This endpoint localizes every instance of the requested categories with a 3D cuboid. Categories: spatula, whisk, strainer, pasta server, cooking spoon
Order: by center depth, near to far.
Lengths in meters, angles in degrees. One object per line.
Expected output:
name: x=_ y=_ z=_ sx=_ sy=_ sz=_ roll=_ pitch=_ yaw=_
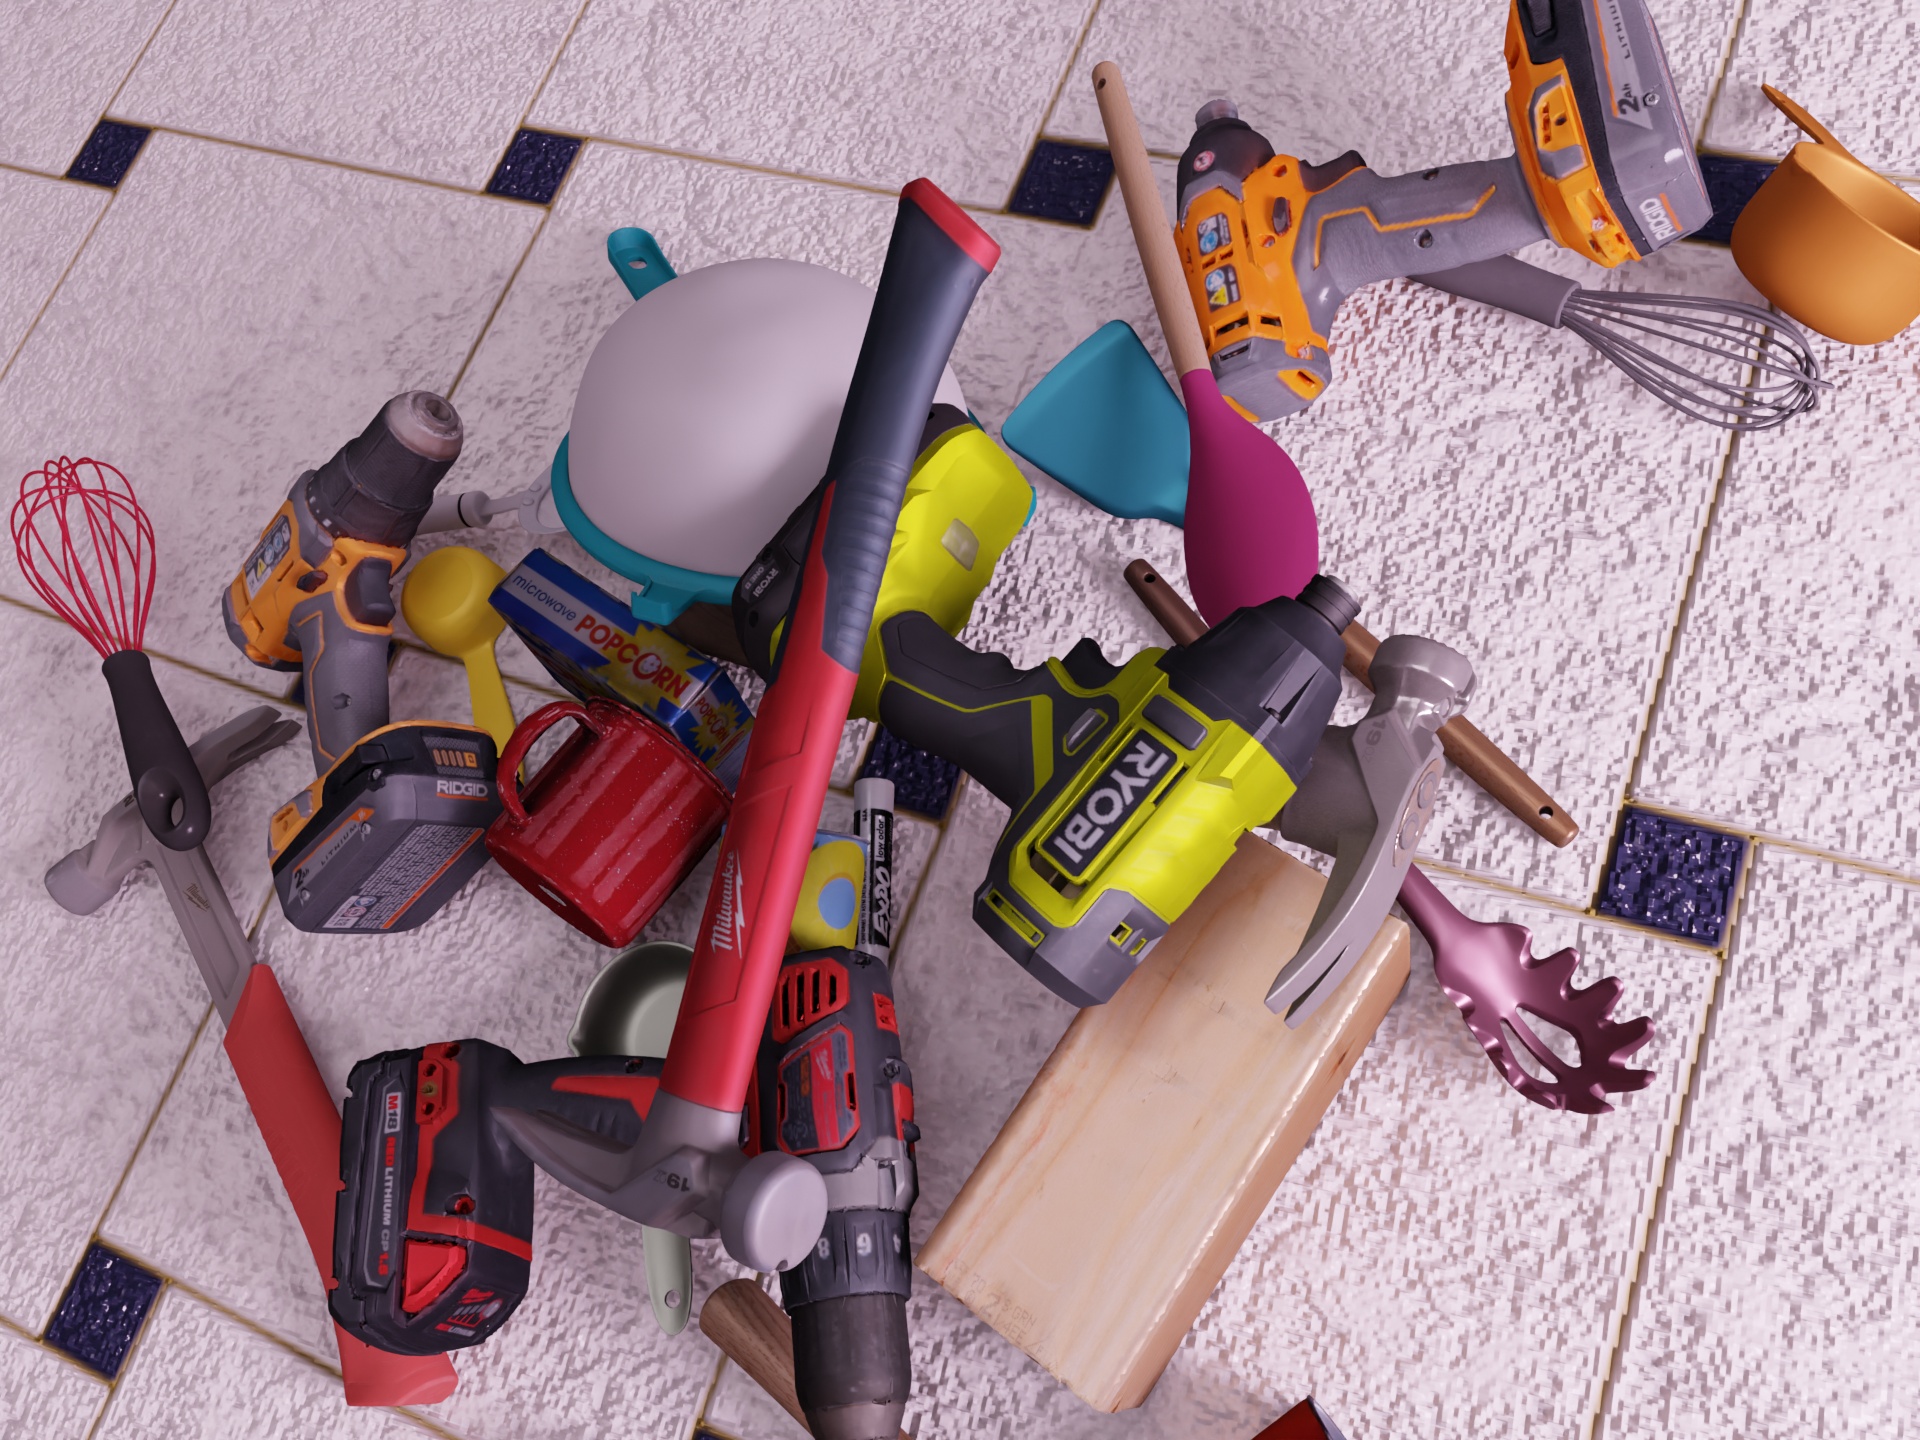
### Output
pasta server: x=0.166 y=0.036 z=0.678 sx=0.060 sy=0.040 sz=0.316 roll=-30 pitch=62 yaw=-14
spatula: x=0.150 y=-0.057 z=0.716 sx=0.082 sy=0.044 sz=0.318 roll=-44 pitch=66 yaw=0
cooking spoon: x=0.101 y=-0.179 z=0.732 sx=0.069 sy=0.017 sz=0.319 roll=-30 pitch=62 yaw=38
whisk: x=0.280 y=-0.193 z=0.734 sx=0.239 sy=0.055 sz=0.055 roll=32 pitch=81 yaw=29
strainer: x=-0.116 y=-0.193 z=0.777 sx=0.211 sy=0.095 sz=0.341 roll=-18 pitch=48 yaw=-20
strainer: x=-0.251 y=-0.114 z=0.852 sx=0.258 sy=0.050 sz=0.087 roll=-5 pitch=44 yaw=20
whisk: x=-0.453 y=-0.043 z=0.854 sx=0.073 sy=0.073 sz=0.296 roll=-35 pitch=60 yaw=0

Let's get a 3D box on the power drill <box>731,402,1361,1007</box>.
power drill: x=0.028 y=-0.024 z=0.603 sx=0.171 sy=0.080 sz=0.223 roll=-50 pitch=53 yaw=0

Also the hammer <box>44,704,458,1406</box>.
hammer: x=-0.323 y=0.161 z=0.767 sx=0.149 sy=0.036 sz=0.359 roll=-38 pitch=64 yaw=-1

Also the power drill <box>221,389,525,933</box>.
power drill: x=-0.283 y=-0.033 z=0.777 sx=0.185 sy=0.084 sz=0.226 roll=-40 pitch=60 yaw=30

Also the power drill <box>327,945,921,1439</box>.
power drill: x=-0.125 y=0.198 z=0.629 sx=0.226 sy=0.080 sz=0.188 roll=-11 pitch=61 yaw=7

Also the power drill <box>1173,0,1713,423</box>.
power drill: x=0.200 y=-0.249 z=0.723 sx=0.226 sy=0.084 sz=0.164 roll=-18 pitch=70 yaw=32

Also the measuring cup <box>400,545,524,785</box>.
measuring cup: x=-0.253 y=-0.025 z=0.821 sx=0.062 sy=0.029 sz=0.157 roll=-25 pitch=62 yaw=5

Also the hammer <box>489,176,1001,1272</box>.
hammer: x=-0.067 y=-0.013 z=0.585 sx=0.143 sy=0.038 sz=0.386 roll=9 pitch=81 yaw=37

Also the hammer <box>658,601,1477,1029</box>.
hammer: x=-0.001 y=-0.002 z=0.680 sx=0.411 sy=0.038 sz=0.146 roll=16 pitch=72 yaw=38

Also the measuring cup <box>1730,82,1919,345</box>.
measuring cup: x=0.380 y=-0.232 z=0.717 sx=0.095 sy=0.052 sz=0.174 roll=18 pitch=41 yaw=-15

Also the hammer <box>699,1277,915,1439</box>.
hammer: x=0.019 y=0.317 z=0.581 sx=0.332 sy=0.129 sz=0.031 roll=31 pitch=82 yaw=32

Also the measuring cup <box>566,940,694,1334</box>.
measuring cup: x=-0.126 y=0.182 z=0.704 sx=0.083 sy=0.038 sz=0.168 roll=-12 pitch=69 yaw=11
